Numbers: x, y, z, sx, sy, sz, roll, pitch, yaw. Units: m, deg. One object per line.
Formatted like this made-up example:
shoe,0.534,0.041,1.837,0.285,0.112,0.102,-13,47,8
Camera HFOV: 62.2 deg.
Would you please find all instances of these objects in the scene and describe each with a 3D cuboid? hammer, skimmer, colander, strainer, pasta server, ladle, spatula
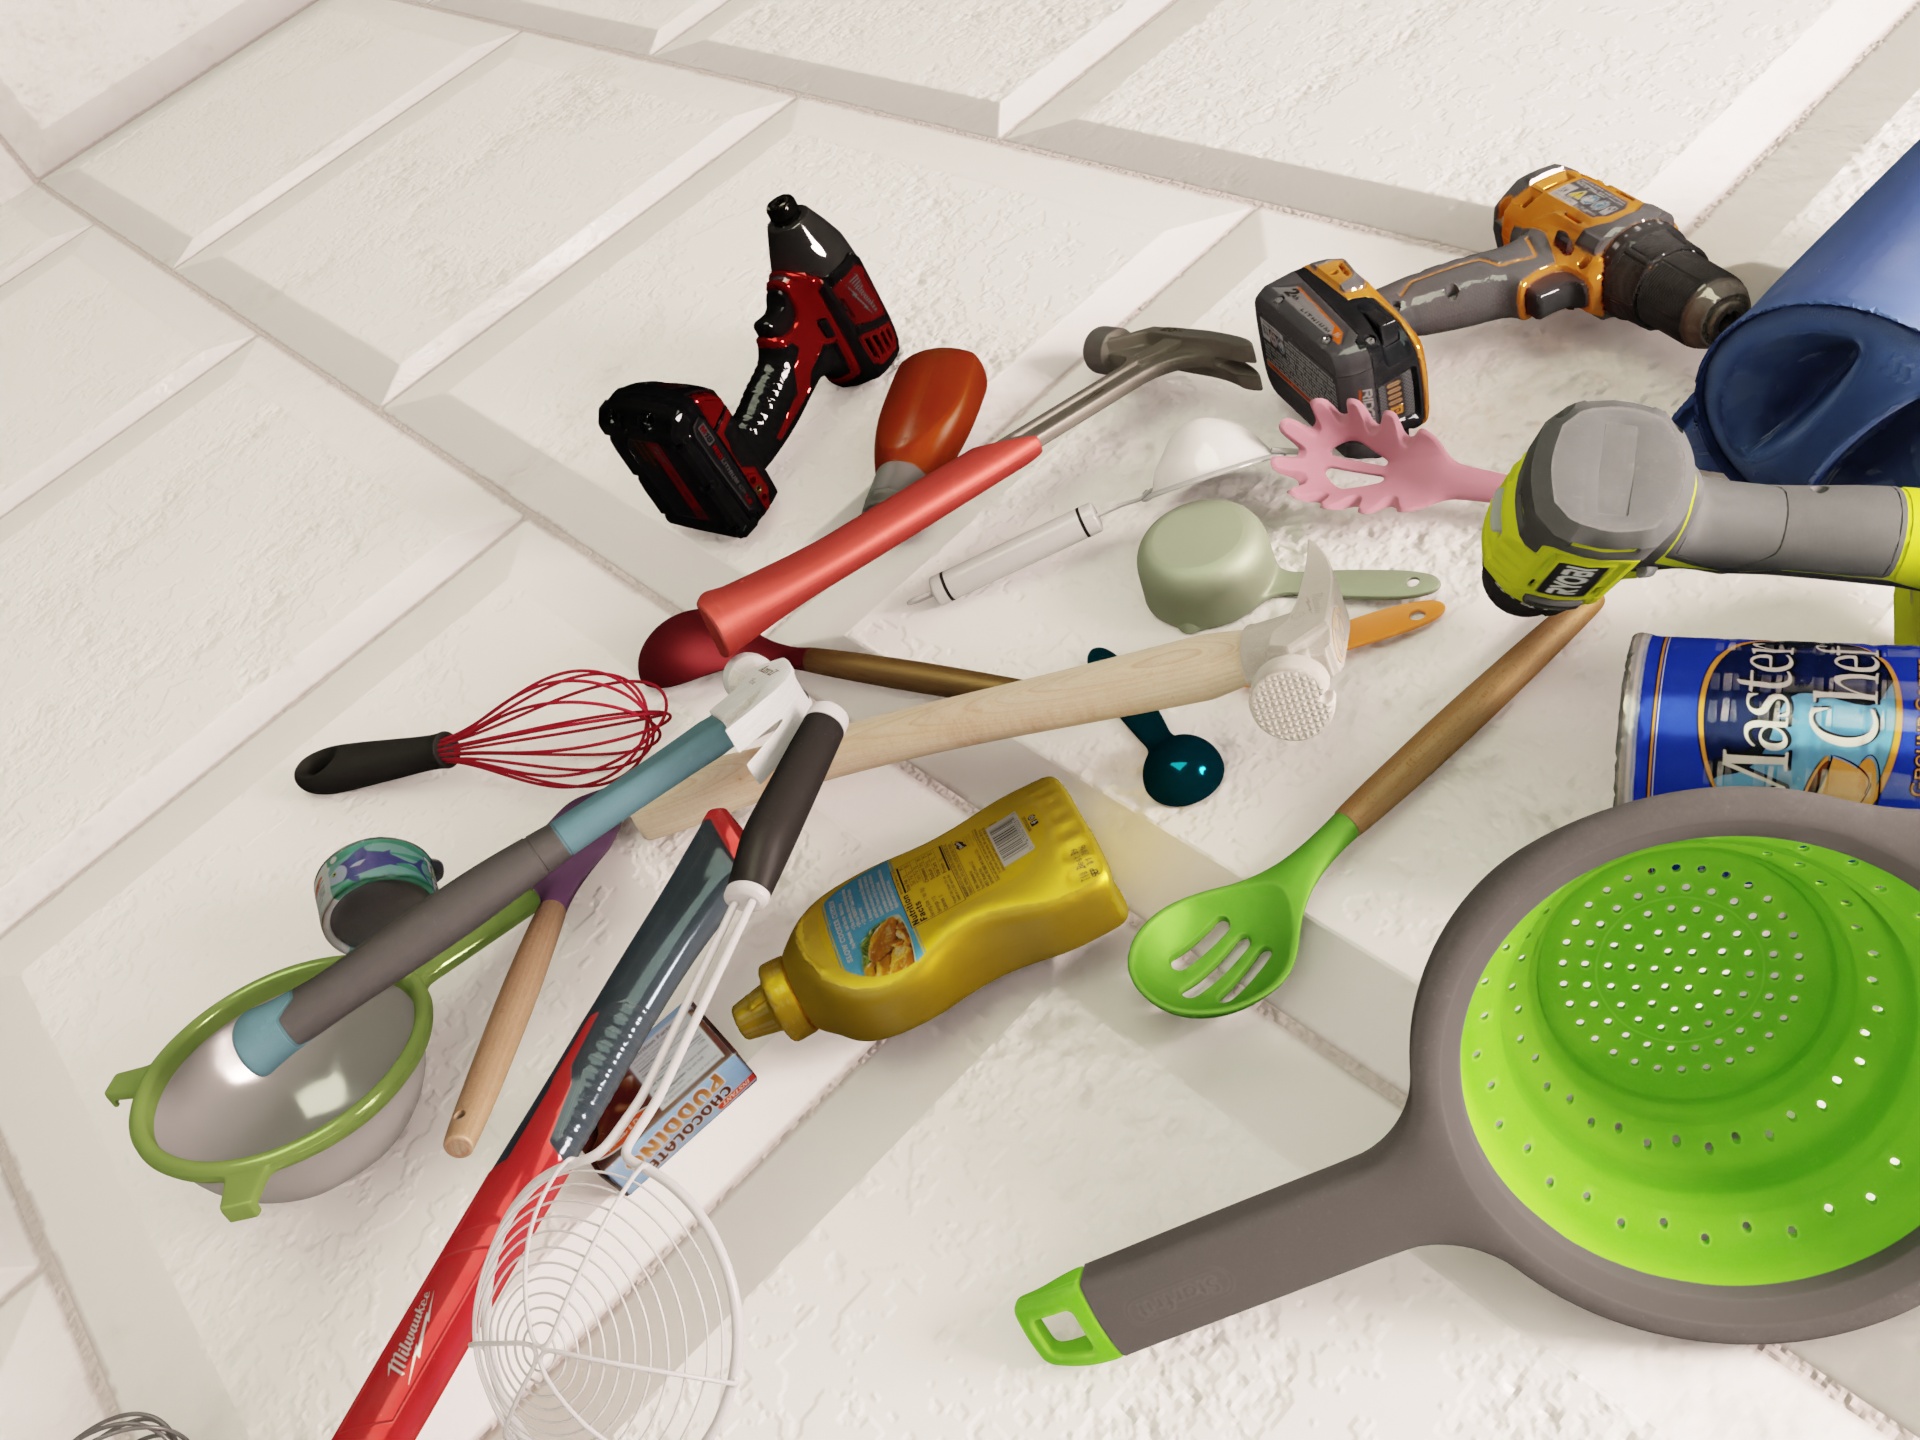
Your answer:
hammer,0.006,-0.141,0.941,0.359,0.036,0.149,-34,32,-20
hammer,-0.216,0.069,0.814,0.331,0.033,0.128,-35,20,-15
skimmer,-0.106,0.144,0.709,0.127,0.090,0.364,-5,42,26
colander,0.198,0.145,0.597,0.397,0.204,0.094,-29,7,20
strainer,-0.299,0.167,0.840,0.152,0.069,0.256,18,41,39
pasta server,0.314,-0.112,0.811,0.316,0.040,0.060,16,95,29
hammer,-0.208,0.202,0.729,0.143,0.038,0.386,8,57,33
strainer,0.082,-0.123,0.928,0.258,0.050,0.087,-24,4,13
ladle,-0.067,-0.031,0.933,0.315,0.031,0.069,9,51,29
hammer,-0.001,-0.003,0.834,0.410,0.038,0.146,-14,26,24
spatula,-0.215,0.111,0.808,0.060,0.018,0.316,-19,25,7

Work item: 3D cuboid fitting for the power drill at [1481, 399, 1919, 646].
power drill,0.341,-0.072,0.681,0.228,0.190,0.080,7,83,10

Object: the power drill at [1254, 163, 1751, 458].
power drill,0.306,-0.230,0.903,0.226,0.084,0.186,-23,40,-3

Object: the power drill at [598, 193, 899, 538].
power drill,-0.136,-0.242,1.077,0.079,0.143,0.220,15,60,37

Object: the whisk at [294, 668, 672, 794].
whisk,-0.302,0.016,0.977,0.296,0.073,0.073,-9,47,26

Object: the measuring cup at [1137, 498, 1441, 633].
measuring cup,0.174,-0.087,0.862,0.168,0.038,0.083,5,52,31

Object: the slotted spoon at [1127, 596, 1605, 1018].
slotted spoon,0.201,0.034,0.748,0.314,0.031,0.070,-40,46,-16

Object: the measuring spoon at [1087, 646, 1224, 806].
measuring spoon,0.095,-0.005,0.834,0.042,0.021,0.129,-29,45,-3

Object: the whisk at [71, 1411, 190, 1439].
whisk,-0.445,0.384,0.707,0.239,0.055,0.055,-33,44,0

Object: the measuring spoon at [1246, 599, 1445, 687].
measuring spoon,0.197,-0.039,0.831,0.117,0.011,0.021,-18,42,3
